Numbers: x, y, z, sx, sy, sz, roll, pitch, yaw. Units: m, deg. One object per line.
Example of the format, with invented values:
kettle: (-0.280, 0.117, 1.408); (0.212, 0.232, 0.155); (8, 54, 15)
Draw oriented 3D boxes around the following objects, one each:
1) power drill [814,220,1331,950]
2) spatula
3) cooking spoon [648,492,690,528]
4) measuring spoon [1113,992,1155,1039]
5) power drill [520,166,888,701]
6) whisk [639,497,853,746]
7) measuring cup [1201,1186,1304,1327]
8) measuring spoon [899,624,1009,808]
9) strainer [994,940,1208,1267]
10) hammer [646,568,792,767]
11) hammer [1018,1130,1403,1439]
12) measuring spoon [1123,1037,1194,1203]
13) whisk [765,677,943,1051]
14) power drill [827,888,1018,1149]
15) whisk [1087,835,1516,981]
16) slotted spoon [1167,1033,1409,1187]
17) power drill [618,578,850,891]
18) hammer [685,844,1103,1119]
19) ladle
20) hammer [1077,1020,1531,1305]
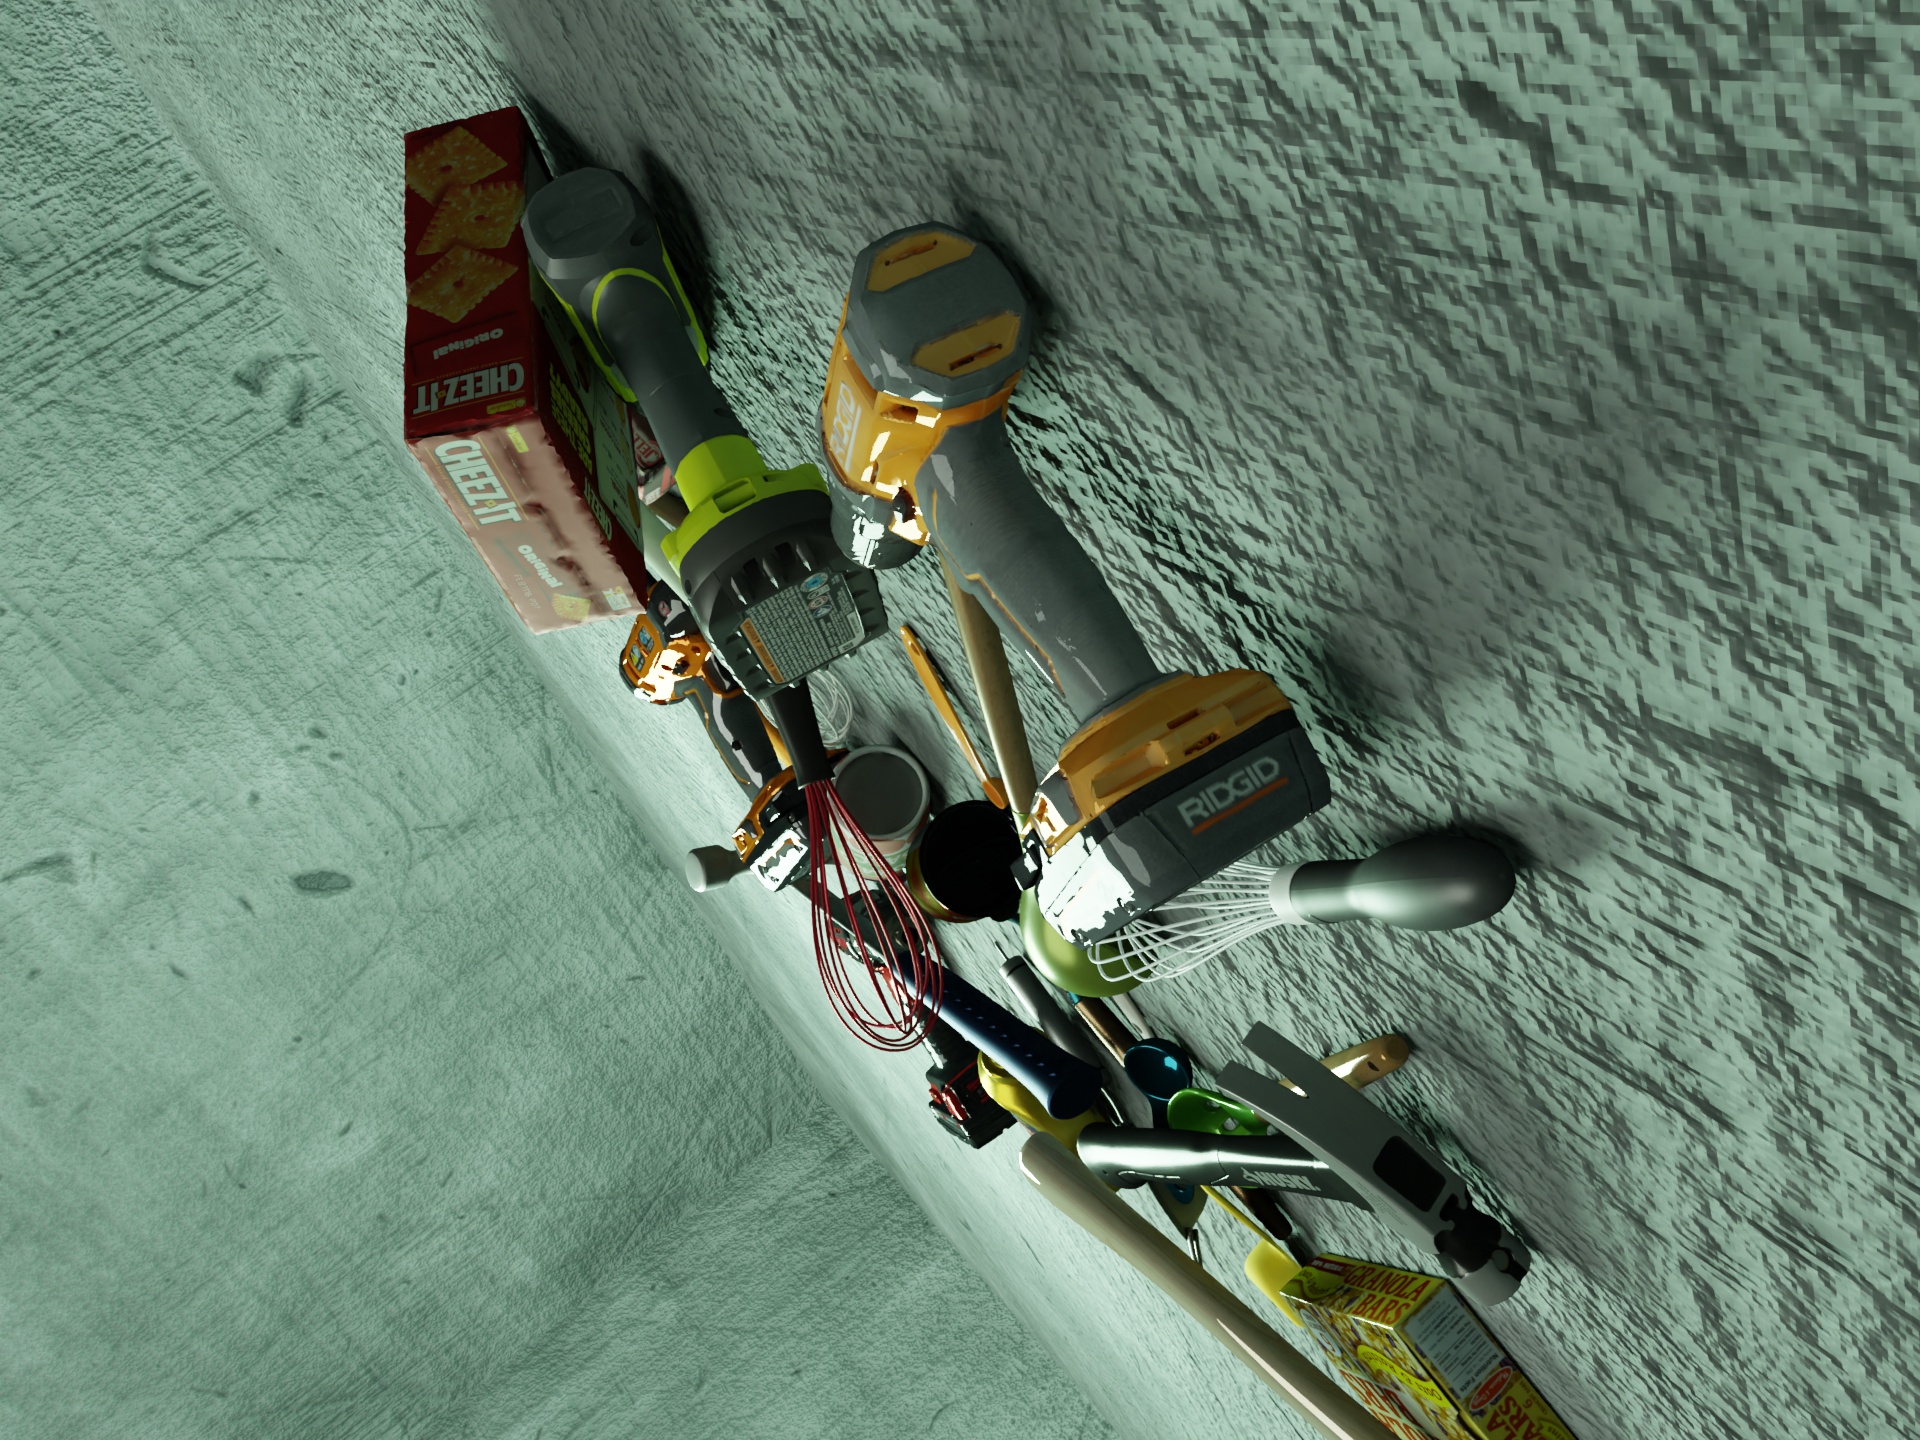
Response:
power drill: (0.019, -0.036, 0.565); (0.226, 0.084, 0.185); (60, 163, 10)
spatula: (0.085, 0.198, 0.981); (0.317, 0.044, 0.082); (48, 175, 11)
cooking spoon: (-0.170, -0.125, 1.054); (0.319, 0.017, 0.068); (34, 159, 48)
measuring spoon: (0.075, 0.148, 0.942); (0.124, 0.018, 0.034); (54, 164, -6)
power drill: (-0.121, -0.129, 0.756); (0.223, 0.080, 0.171); (61, 176, 19)
whisk: (-0.158, -0.075, 1.023); (0.058, 0.059, 0.246); (-35, 103, 33)
measuring cup: (0.173, 0.318, 0.952); (0.156, 0.029, 0.062); (47, 174, -35)
measuring spoon: (-0.001, -0.003, 0.860); (0.117, 0.011, 0.021); (61, 162, -15)
strainer: (0.097, 0.243, 1.051); (0.259, 0.050, 0.086); (51, -178, 27)
hammer: (-0.202, -0.061, 1.258); (0.337, 0.034, 0.127); (47, 165, 19)
hammer: (0.173, 0.354, 0.893); (0.411, 0.038, 0.146); (32, 156, 43)
measuring spoon: (0.126, 0.235, 0.941); (0.042, 0.021, 0.128); (7, 125, 32)
whisk: (-0.079, 0.055, 0.953); (0.073, 0.073, 0.296); (139, 112, -74)
power drill: (-0.023, 0.240, 1.325); (0.226, 0.080, 0.188); (58, 164, -6)
whisk: (0.114, 0.067, 0.602); (0.070, 0.070, 0.284); (54, 159, -5)
slotted spoon: (0.159, 0.188, 0.778); (0.070, 0.031, 0.313); (42, 160, 10)
power drill: (-0.153, -0.006, 1.130); (0.226, 0.084, 0.164); (54, 146, 10)
hammer: (-0.040, 0.163, 1.116); (0.406, 0.144, 0.035); (28, 120, 50)
ladle: (0.036, 0.013, 0.749); (0.078, 0.062, 0.319); (39, 152, 49)
hammer: (0.131, 0.218, 0.803); (0.146, 0.035, 0.334); (42, 159, -4)
